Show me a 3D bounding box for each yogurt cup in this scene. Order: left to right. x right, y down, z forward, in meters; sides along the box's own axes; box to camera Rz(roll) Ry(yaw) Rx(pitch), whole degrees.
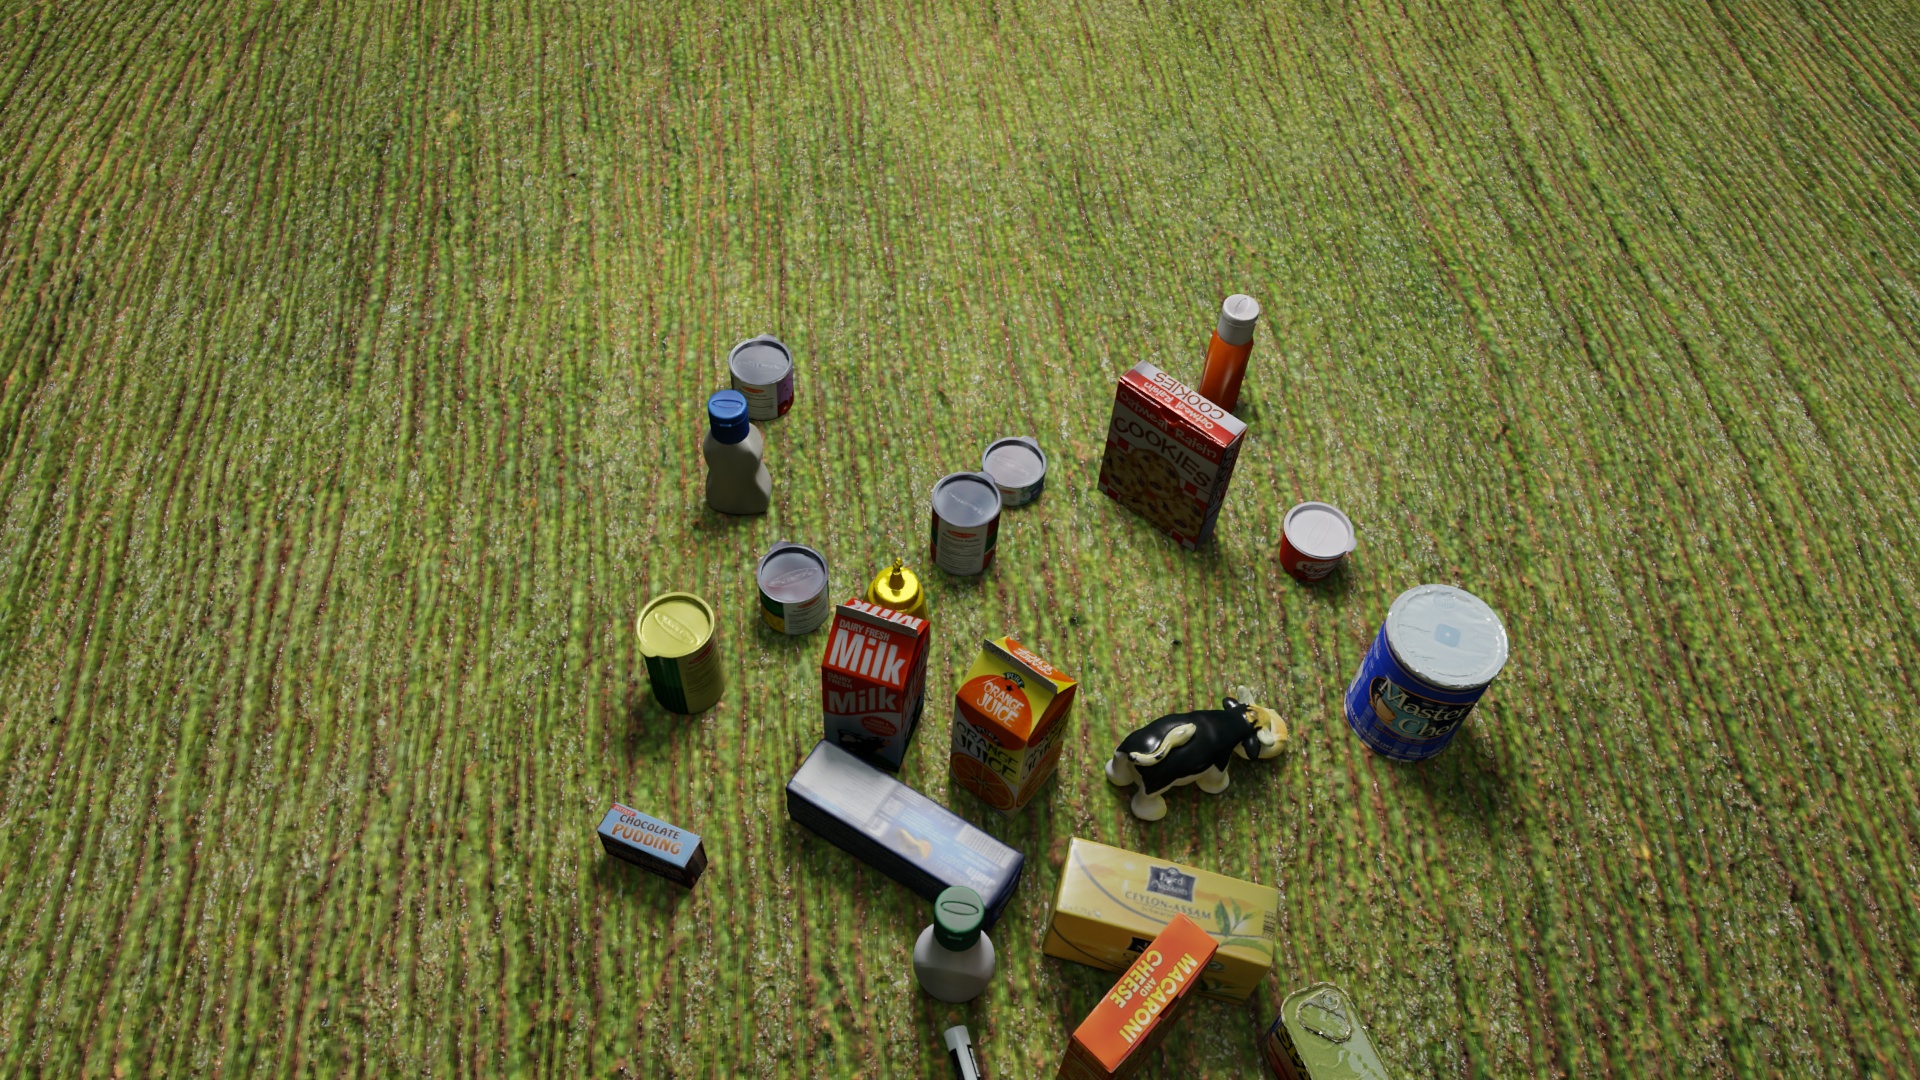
[{"bbox_3d":[0.346,0.004,1.362,0.072,0.053,0.073,2,54,-2],"label":"yogurt cup"}]

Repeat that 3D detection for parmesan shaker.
[{"bbox_3d":[-0.247,0.102,1.222,0.071,0.102,0.071,2,54,-2],"label":"parmesan shaker"}]

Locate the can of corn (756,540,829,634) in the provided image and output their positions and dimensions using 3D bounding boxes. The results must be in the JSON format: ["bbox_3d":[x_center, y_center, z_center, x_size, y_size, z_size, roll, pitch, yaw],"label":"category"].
[{"bbox_3d":[-0.156,0.044,1.298,0.071,0.058,0.071,2,54,-2],"label":"can of corn"}]

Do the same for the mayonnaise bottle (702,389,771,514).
[{"bbox_3d":[-0.217,-0.083,1.332,0.065,0.147,0.041,3,54,-1],"label":"mayonnaise bottle"}]

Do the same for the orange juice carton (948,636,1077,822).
[{"bbox_3d":[0.042,0.149,1.151,0.072,0.191,0.073,33,59,19],"label":"orange juice carton"}]

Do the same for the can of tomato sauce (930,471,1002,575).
[{"bbox_3d":[0.005,-0.017,1.338,0.071,0.082,0.071,2,54,-2],"label":"can of tomato sauce"}]

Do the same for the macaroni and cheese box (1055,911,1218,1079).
[{"bbox_3d":[0.126,0.357,1.021,0.040,0.165,0.124,38,60,22],"label":"macaroni and cheese box"}]

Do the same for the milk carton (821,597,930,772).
[{"bbox_3d":[-0.071,0.114,1.171,0.072,0.189,0.074,16,55,8],"label":"milk carton"}]

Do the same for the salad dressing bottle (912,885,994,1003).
[{"bbox_3d":[-0.004,0.308,1.060,0.064,0.146,0.044,9,54,3],"label":"salad dressing bottle"}]

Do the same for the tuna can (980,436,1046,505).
[{"bbox_3d":[0.055,-0.072,1.412,0.071,0.032,0.071,2,54,-2],"label":"tuna can"}]

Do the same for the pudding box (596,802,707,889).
[{"bbox_3d":[-0.254,0.251,1.146,0.084,0.049,0.030,20,55,11],"label":"pudding box"}]

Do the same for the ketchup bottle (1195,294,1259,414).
[{"bbox_3d":[0.277,-0.190,1.441,0.043,0.148,0.065,25,56,14],"label":"ketchup bottle"}]

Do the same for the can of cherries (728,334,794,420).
[{"bbox_3d":[-0.206,-0.170,1.452,0.071,0.058,0.072,2,54,-2],"label":"can of cherries"}]

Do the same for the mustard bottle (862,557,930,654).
[{"bbox_3d":[-0.059,0.066,1.225,0.065,0.159,0.049,-12,56,-12],"label":"mustard bottle"}]

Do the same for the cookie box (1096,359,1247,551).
[{"bbox_3d":[0.201,-0.080,1.344,0.123,0.166,0.040,36,60,21],"label":"cookie box"}]
